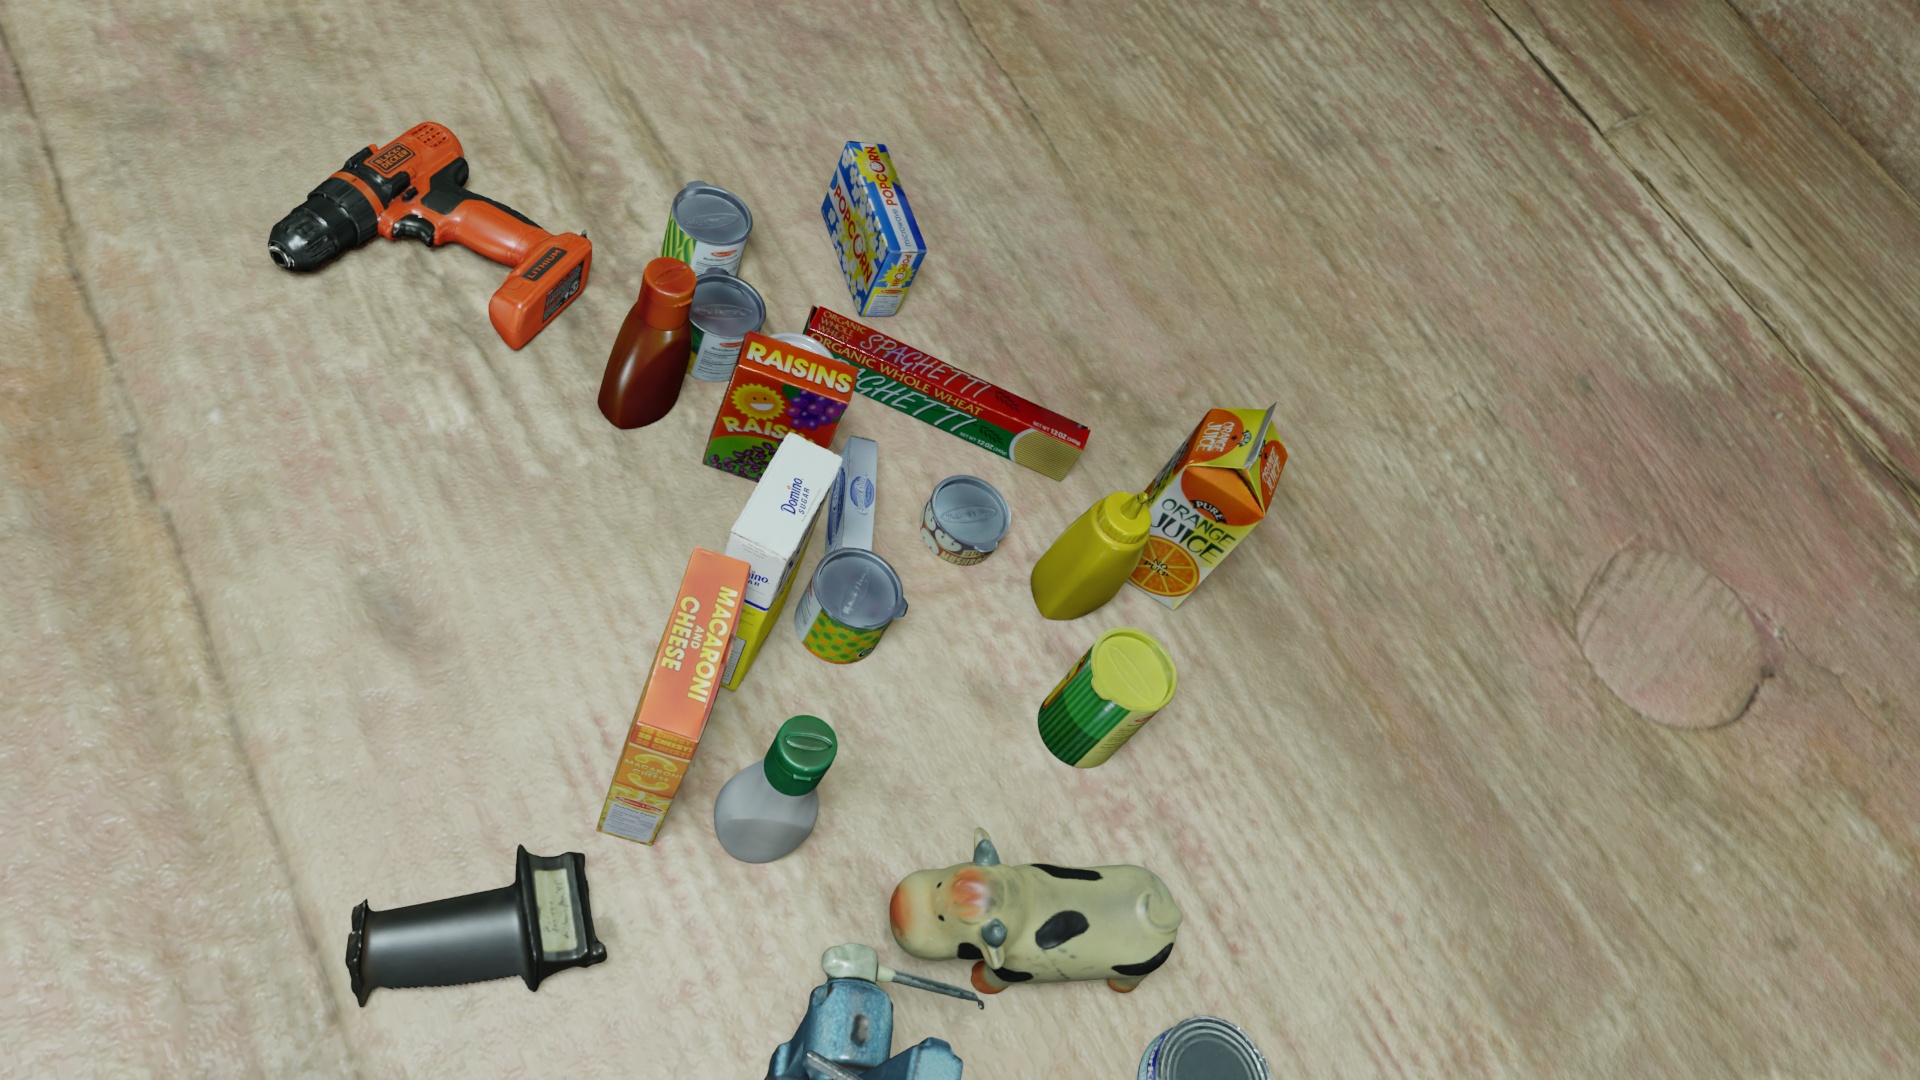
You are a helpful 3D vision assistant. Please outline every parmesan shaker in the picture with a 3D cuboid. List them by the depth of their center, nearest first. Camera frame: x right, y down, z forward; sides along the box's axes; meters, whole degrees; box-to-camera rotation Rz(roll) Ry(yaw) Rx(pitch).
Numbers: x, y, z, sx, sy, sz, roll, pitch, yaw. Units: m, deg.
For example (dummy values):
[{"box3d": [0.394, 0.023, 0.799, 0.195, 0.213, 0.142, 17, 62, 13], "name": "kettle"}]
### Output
[{"box3d": [0.102, 0.116, 1.005, 0.071, 0.102, 0.071, 11, 55, -16], "name": "parmesan shaker"}]

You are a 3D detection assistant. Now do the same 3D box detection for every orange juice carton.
[{"box3d": [0.191, -0.032, 1.086, 0.073, 0.191, 0.072, 32, 52, -1], "name": "orange juice carton"}]

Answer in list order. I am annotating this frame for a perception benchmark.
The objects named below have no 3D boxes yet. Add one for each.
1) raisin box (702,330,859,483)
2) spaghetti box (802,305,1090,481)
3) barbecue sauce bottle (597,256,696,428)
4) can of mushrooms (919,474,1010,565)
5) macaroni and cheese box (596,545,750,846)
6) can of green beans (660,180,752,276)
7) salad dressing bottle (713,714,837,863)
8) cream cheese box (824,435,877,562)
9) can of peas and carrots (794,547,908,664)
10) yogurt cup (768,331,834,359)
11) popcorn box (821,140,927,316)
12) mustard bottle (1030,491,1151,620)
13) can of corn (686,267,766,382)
[{"box3d": [-0.134, -0.092, 1.028, 0.086, 0.122, 0.040, 19, 53, -11], "name": "raisin box"}, {"box3d": [-0.016, -0.120, 1.145, 0.250, 0.050, 0.029, 23, 52, -8], "name": "spaghetti box"}, {"box3d": [-0.223, -0.143, 1.008, 0.044, 0.147, 0.065, 47, 53, 11], "name": "barbecue sauce bottle"}, {"box3d": [0.004, -0.014, 1.093, 0.071, 0.033, 0.071, 11, 55, -16], "name": "can of mushrooms"}, {"box3d": [-0.176, 0.099, 0.855, 0.040, 0.165, 0.124, 19, 53, -11], "name": "macaroni and cheese box"}, {"box3d": [-0.209, -0.248, 1.142, 0.071, 0.057, 0.071, 11, 55, -16], "name": "can of green beans"}, {"box3d": [-0.112, 0.154, 0.858, 0.064, 0.147, 0.044, 12, 55, -16], "name": "salad dressing bottle"}, {"box3d": [-0.083, -0.022, 1.049, 0.024, 0.053, 0.104, 12, 54, -16], "name": "cream cheese box"}, {"box3d": [-0.079, 0.049, 1.000, 0.071, 0.058, 0.071, 11, 55, -16], "name": "can of peas and carrots"}, {"box3d": [-0.135, -0.122, 1.092, 0.072, 0.053, 0.073, 11, 55, -16], "name": "yogurt cup"}, {"box3d": [-0.076, -0.267, 1.195, 0.038, 0.084, 0.127, -6, 61, -27], "name": "popcorn box"}, {"box3d": [0.106, 0.005, 1.045, 0.065, 0.159, 0.049, -8, 62, -28], "name": "mustard bottle"}, {"box3d": [-0.193, -0.170, 1.096, 0.071, 0.058, 0.071, 11, 55, -16], "name": "can of corn"}]
